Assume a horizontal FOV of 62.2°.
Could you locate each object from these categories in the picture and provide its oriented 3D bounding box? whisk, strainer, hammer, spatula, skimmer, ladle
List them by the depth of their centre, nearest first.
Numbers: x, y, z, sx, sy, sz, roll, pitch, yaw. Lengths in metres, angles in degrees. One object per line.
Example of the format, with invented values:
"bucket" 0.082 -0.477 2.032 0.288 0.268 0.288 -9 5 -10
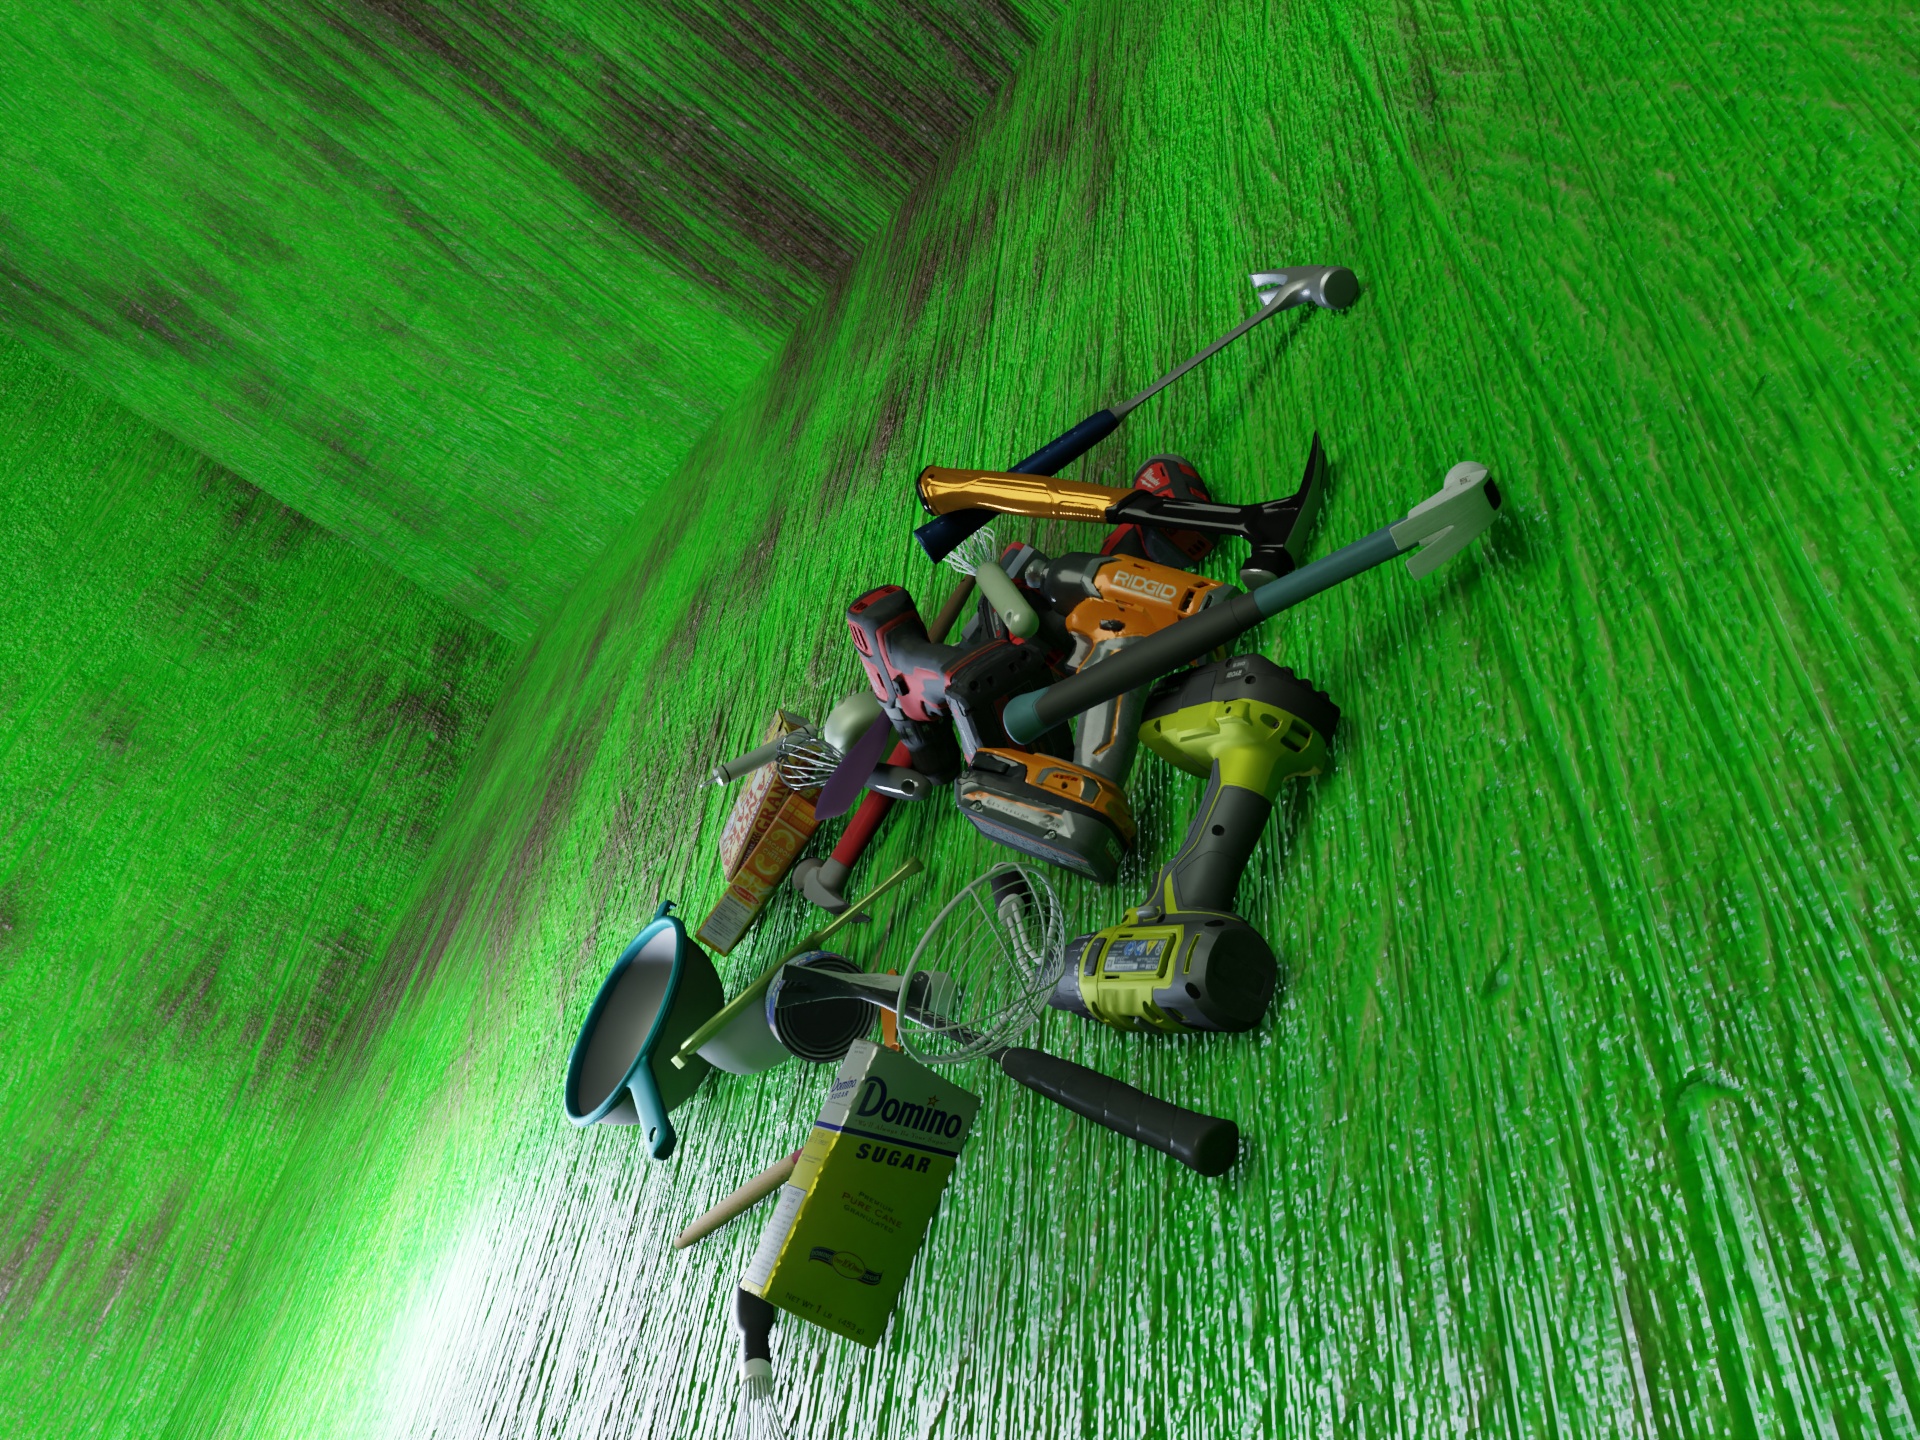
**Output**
"hammer" 0.174 -0.066 0.984 0.331 0.033 0.128 -26 8 21
"hammer" 0.026 0.208 0.994 0.409 0.149 0.036 8 87 58
"skimmer" 0.011 0.125 1.028 0.363 0.090 0.127 -102 37 -83
"whisk" -0.133 0.458 1.051 0.070 0.070 0.285 -53 17 9
"hammer" 0.111 -0.173 1.219 0.337 0.034 0.127 11 65 33
"ladle" -0.140 0.353 1.239 0.315 0.031 0.069 -42 24 36
"whisk" 0.023 -0.124 1.330 0.247 0.059 0.057 -119 33 -60
"hammer" 0.135 -0.260 1.333 0.405 0.035 0.144 -35 21 -1
"strainer" -0.117 0.217 1.336 0.256 0.069 0.151 -39 -3 5
"whisk" -0.100 0.048 1.438 0.239 0.055 0.055 10 67 52
"spatula" -0.053 -0.028 1.442 0.060 0.018 0.316 -14 36 43
"strainer" -0.264 0.317 1.455 0.211 0.095 0.341 -58 24 4
"hammer" -0.026 0.006 1.462 0.386 0.038 0.143 -59 24 -6
"strainer" -0.141 0.012 1.568 0.258 0.050 0.087 -26 -2 -22

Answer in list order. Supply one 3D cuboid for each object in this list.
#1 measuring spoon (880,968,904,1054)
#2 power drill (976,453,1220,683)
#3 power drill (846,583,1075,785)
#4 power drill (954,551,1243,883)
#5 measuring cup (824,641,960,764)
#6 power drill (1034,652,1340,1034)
"measuring spoon" -0.052 0.232 1.247 0.021 0.011 0.117 -49 20 18
"power drill" 0.116 -0.127 1.309 0.219 0.078 0.143 -43 25 22
"power drill" -0.002 -0.004 1.297 0.080 0.187 0.227 -31 30 -20
"power drill" 0.085 -0.016 1.127 0.164 0.084 0.226 20 74 26
"measuring cup" -0.054 -0.014 1.527 0.167 0.083 0.038 -38 42 4
"power drill" 0.134 0.084 0.981 0.190 0.080 0.229 -16 48 59
